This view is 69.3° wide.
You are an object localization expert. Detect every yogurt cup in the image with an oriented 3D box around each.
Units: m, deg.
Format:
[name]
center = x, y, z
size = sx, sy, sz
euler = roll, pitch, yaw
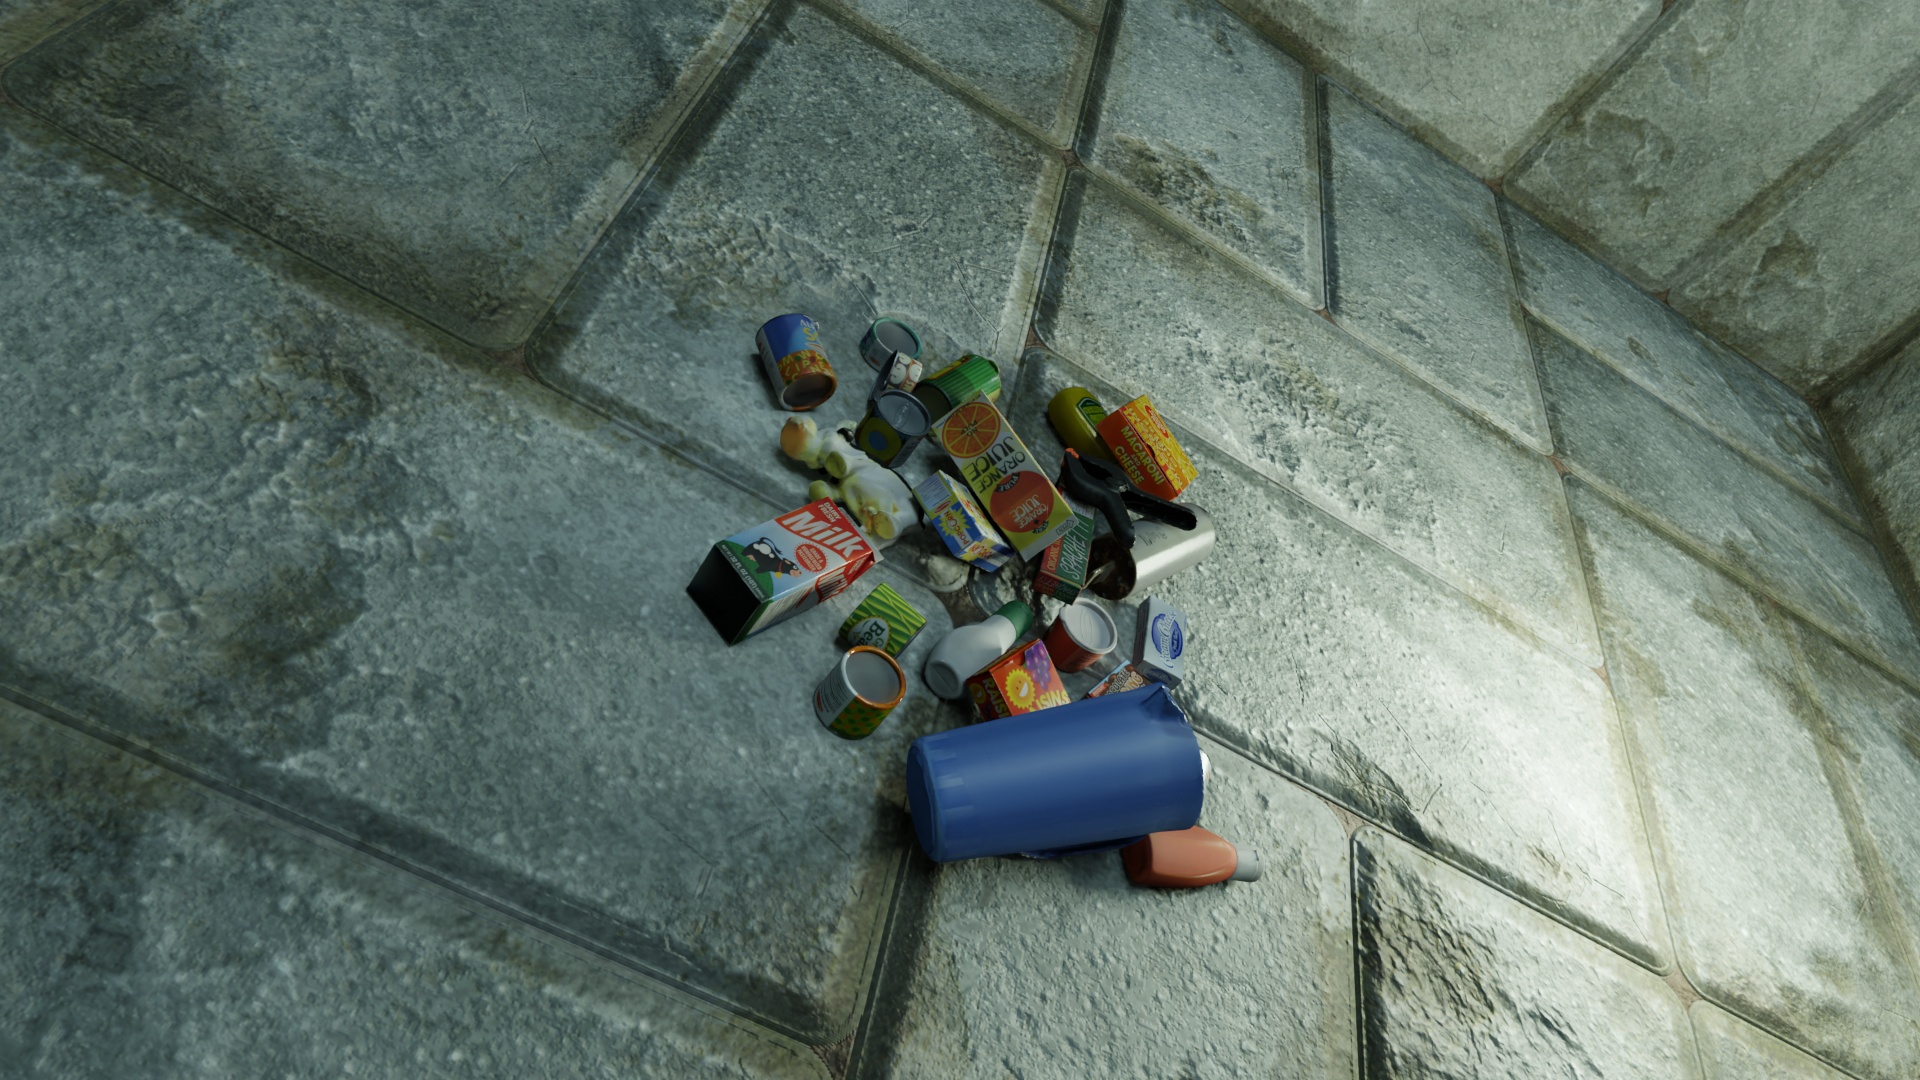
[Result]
[yogurt cup]
center = 0.121, 0.101, 1.446
size = 0.072, 0.053, 0.073
euler = 21, 44, -21

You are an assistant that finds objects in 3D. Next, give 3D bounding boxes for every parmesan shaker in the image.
[parmesan shaker]
center = -0.007, -0.167, 1.582
size = 0.071, 0.071, 0.103
euler = 45, 40, 7

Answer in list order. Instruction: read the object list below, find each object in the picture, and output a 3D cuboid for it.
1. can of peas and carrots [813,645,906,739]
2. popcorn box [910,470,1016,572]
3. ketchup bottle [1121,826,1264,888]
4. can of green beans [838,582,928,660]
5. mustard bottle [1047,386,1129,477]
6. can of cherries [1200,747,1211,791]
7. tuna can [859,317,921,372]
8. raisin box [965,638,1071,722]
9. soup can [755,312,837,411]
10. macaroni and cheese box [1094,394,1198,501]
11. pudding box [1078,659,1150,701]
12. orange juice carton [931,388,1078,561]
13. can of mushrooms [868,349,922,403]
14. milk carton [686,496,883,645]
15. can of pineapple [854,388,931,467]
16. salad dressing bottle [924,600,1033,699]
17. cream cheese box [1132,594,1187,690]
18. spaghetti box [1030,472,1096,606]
[can of peas and carrots]
center = -0.088, 0.137, 1.251
size = 0.071, 0.058, 0.071
euler = 21, 44, -21
[popcorn box]
center = 0.005, -0.018, 1.434
size = 0.085, 0.038, 0.126
euler = 57, 10, 18
[ketchup bottle]
center = 0.228, 0.307, 1.346
size = 0.149, 0.043, 0.065
euler = 13, 47, -28
[can of green beans]
center = -0.073, 0.082, 1.308
size = 0.058, 0.071, 0.071
euler = 41, 40, 3
[mustard bottle]
center = 0.168, -0.114, 1.683
size = 0.065, 0.048, 0.160
euler = -10, 61, -46
[can of cherries]
center = 0.208, 0.239, 1.379
size = 0.071, 0.071, 0.059
euler = 37, 41, -4
[tuna can]
center = -0.080, -0.226, 1.610
size = 0.071, 0.032, 0.071
euler = 21, 44, -21
[raisin box]
center = 0.067, 0.167, 1.325
size = 0.086, 0.040, 0.123
euler = -28, 93, -47
[soup can]
center = -0.172, -0.191, 1.480
size = 0.071, 0.071, 0.084
euler = -1, 55, -38
[macaroni and cheese box]
center = 0.227, -0.109, 1.669
size = 0.123, 0.040, 0.167
euler = 56, 20, 0
[pudding box]
center = 0.161, 0.164, 1.437
size = 0.050, 0.030, 0.084
euler = 48, 40, 11
[orange juice carton]
center = 0.051, -0.065, 1.489
size = 0.193, 0.072, 0.073
euler = 57, 6, 34
[can of mushrooms]
center = -0.073, -0.175, 1.542
size = 0.033, 0.070, 0.071
euler = 29, 41, -15
[milk carton]
center = -0.153, 0.020, 1.297
size = 0.072, 0.073, 0.191
euler = 50, 41, 13
[can of pineapple]
center = -0.074, -0.122, 1.500
size = 0.071, 0.057, 0.071
euler = 21, 43, -21
[salad dressing bottle]
center = 0.022, 0.105, 1.376
size = 0.064, 0.043, 0.148
euler = 49, 40, 5
[cream cheese box]
center = 0.221, 0.112, 1.534
size = 0.053, 0.024, 0.104
euler = 28, 41, -12
[spaghetti box]
center = 0.117, -0.008, 1.519
size = 0.050, 0.028, 0.251
euler = 23, 29, -2
